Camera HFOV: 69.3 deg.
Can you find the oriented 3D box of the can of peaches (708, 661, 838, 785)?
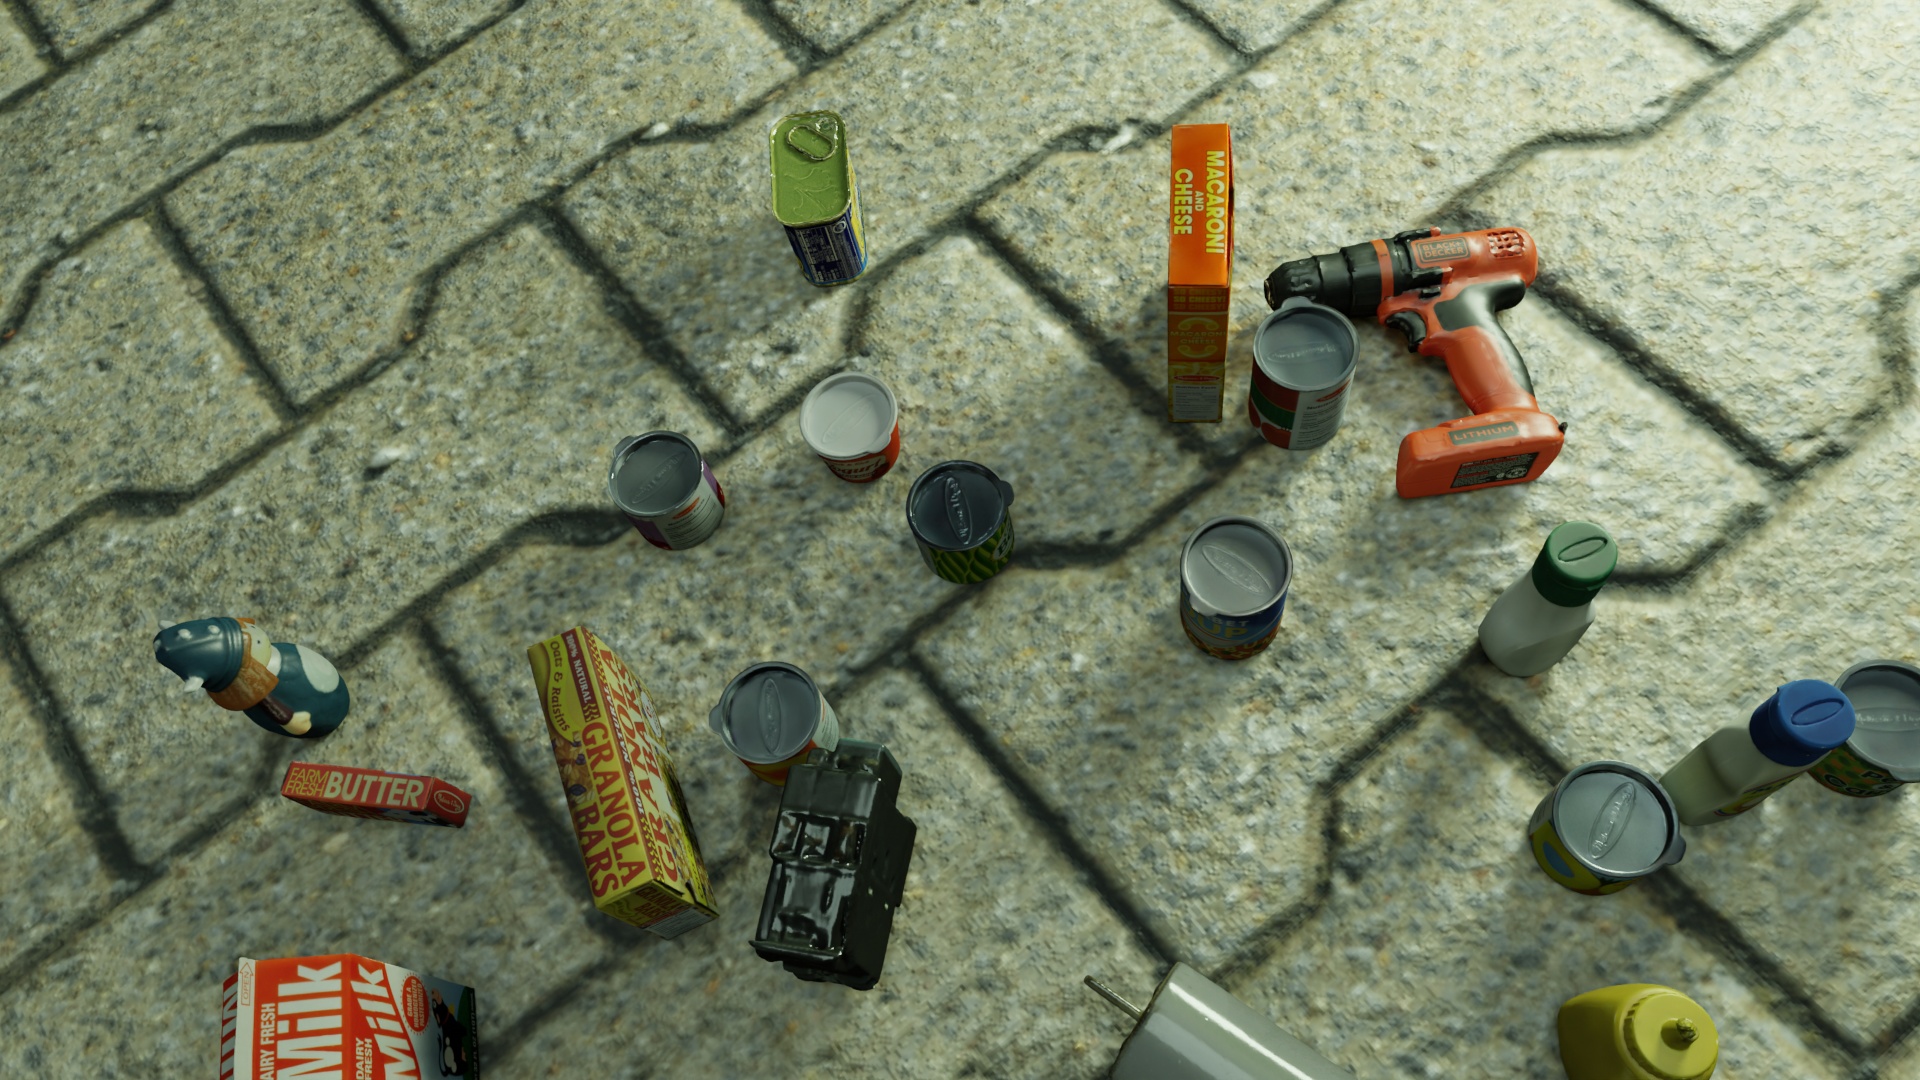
[{"bbox_3d":[-0.117,0.117,0.879,0.071,0.058,0.071,-3,65,7],"label":"can of peaches"}]

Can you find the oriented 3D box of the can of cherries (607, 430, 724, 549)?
[{"bbox_3d":[-0.204,-0.036,0.961,0.071,0.058,0.072,-3,65,7],"label":"can of cherries"}]

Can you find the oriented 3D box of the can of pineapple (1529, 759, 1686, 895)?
[{"bbox_3d":[0.364,0.165,0.787,0.071,0.057,0.071,-3,65,7],"label":"can of pineapple"}]

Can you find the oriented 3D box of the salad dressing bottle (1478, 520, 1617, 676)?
[{"bbox_3d":[0.340,0.035,0.801,0.064,0.147,0.044,-21,65,-1],"label":"salad dressing bottle"}]

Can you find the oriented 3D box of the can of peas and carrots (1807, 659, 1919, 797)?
[{"bbox_3d":[0.519,0.110,0.790,0.071,0.058,0.071,-3,65,7],"label":"can of peas and carrots"}]

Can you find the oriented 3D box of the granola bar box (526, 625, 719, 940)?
[{"bbox_3d":[-0.202,0.148,0.840,0.039,0.123,0.166,-23,64,-2],"label":"granola bar box"}]

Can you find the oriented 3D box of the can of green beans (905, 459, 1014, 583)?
[{"bbox_3d":[0.001,-0.011,0.921,0.071,0.057,0.071,-3,65,7],"label":"can of green beans"}]

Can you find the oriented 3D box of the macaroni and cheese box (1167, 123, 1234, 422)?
[{"bbox_3d":[0.157,-0.171,0.912,0.040,0.166,0.124,1,66,9],"label":"macaroni and cheese box"}]

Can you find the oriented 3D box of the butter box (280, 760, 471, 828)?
[{"bbox_3d":[-0.377,0.165,0.897,0.103,0.053,0.024,4,67,10],"label":"butter box"}]

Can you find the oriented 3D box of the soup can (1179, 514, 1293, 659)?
[{"bbox_3d":[0.167,0.033,0.862,0.071,0.083,0.071,-3,65,7],"label":"soup can"}]

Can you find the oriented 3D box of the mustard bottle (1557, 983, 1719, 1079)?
[{"bbox_3d":[0.342,0.253,0.693,0.049,0.159,0.065,-11,65,3],"label":"mustard bottle"}]

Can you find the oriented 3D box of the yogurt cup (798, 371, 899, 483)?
[{"bbox_3d":[-0.073,-0.075,0.963,0.072,0.053,0.072,-3,65,7],"label":"yogurt cup"}]

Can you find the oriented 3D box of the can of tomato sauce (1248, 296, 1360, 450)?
[{"bbox_3d":[0.225,-0.109,0.920,0.071,0.082,0.071,-3,65,7],"label":"can of tomato sauce"}]

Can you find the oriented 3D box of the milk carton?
[{"bbox_3d":[-0.341,0.278,0.764,0.073,0.190,0.072,-14,65,2],"label":"milk carton"}]

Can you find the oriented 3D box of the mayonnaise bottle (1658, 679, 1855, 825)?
[{"bbox_3d":[0.432,0.115,0.751,0.065,0.147,0.041,-21,65,-1],"label":"mayonnaise bottle"}]
